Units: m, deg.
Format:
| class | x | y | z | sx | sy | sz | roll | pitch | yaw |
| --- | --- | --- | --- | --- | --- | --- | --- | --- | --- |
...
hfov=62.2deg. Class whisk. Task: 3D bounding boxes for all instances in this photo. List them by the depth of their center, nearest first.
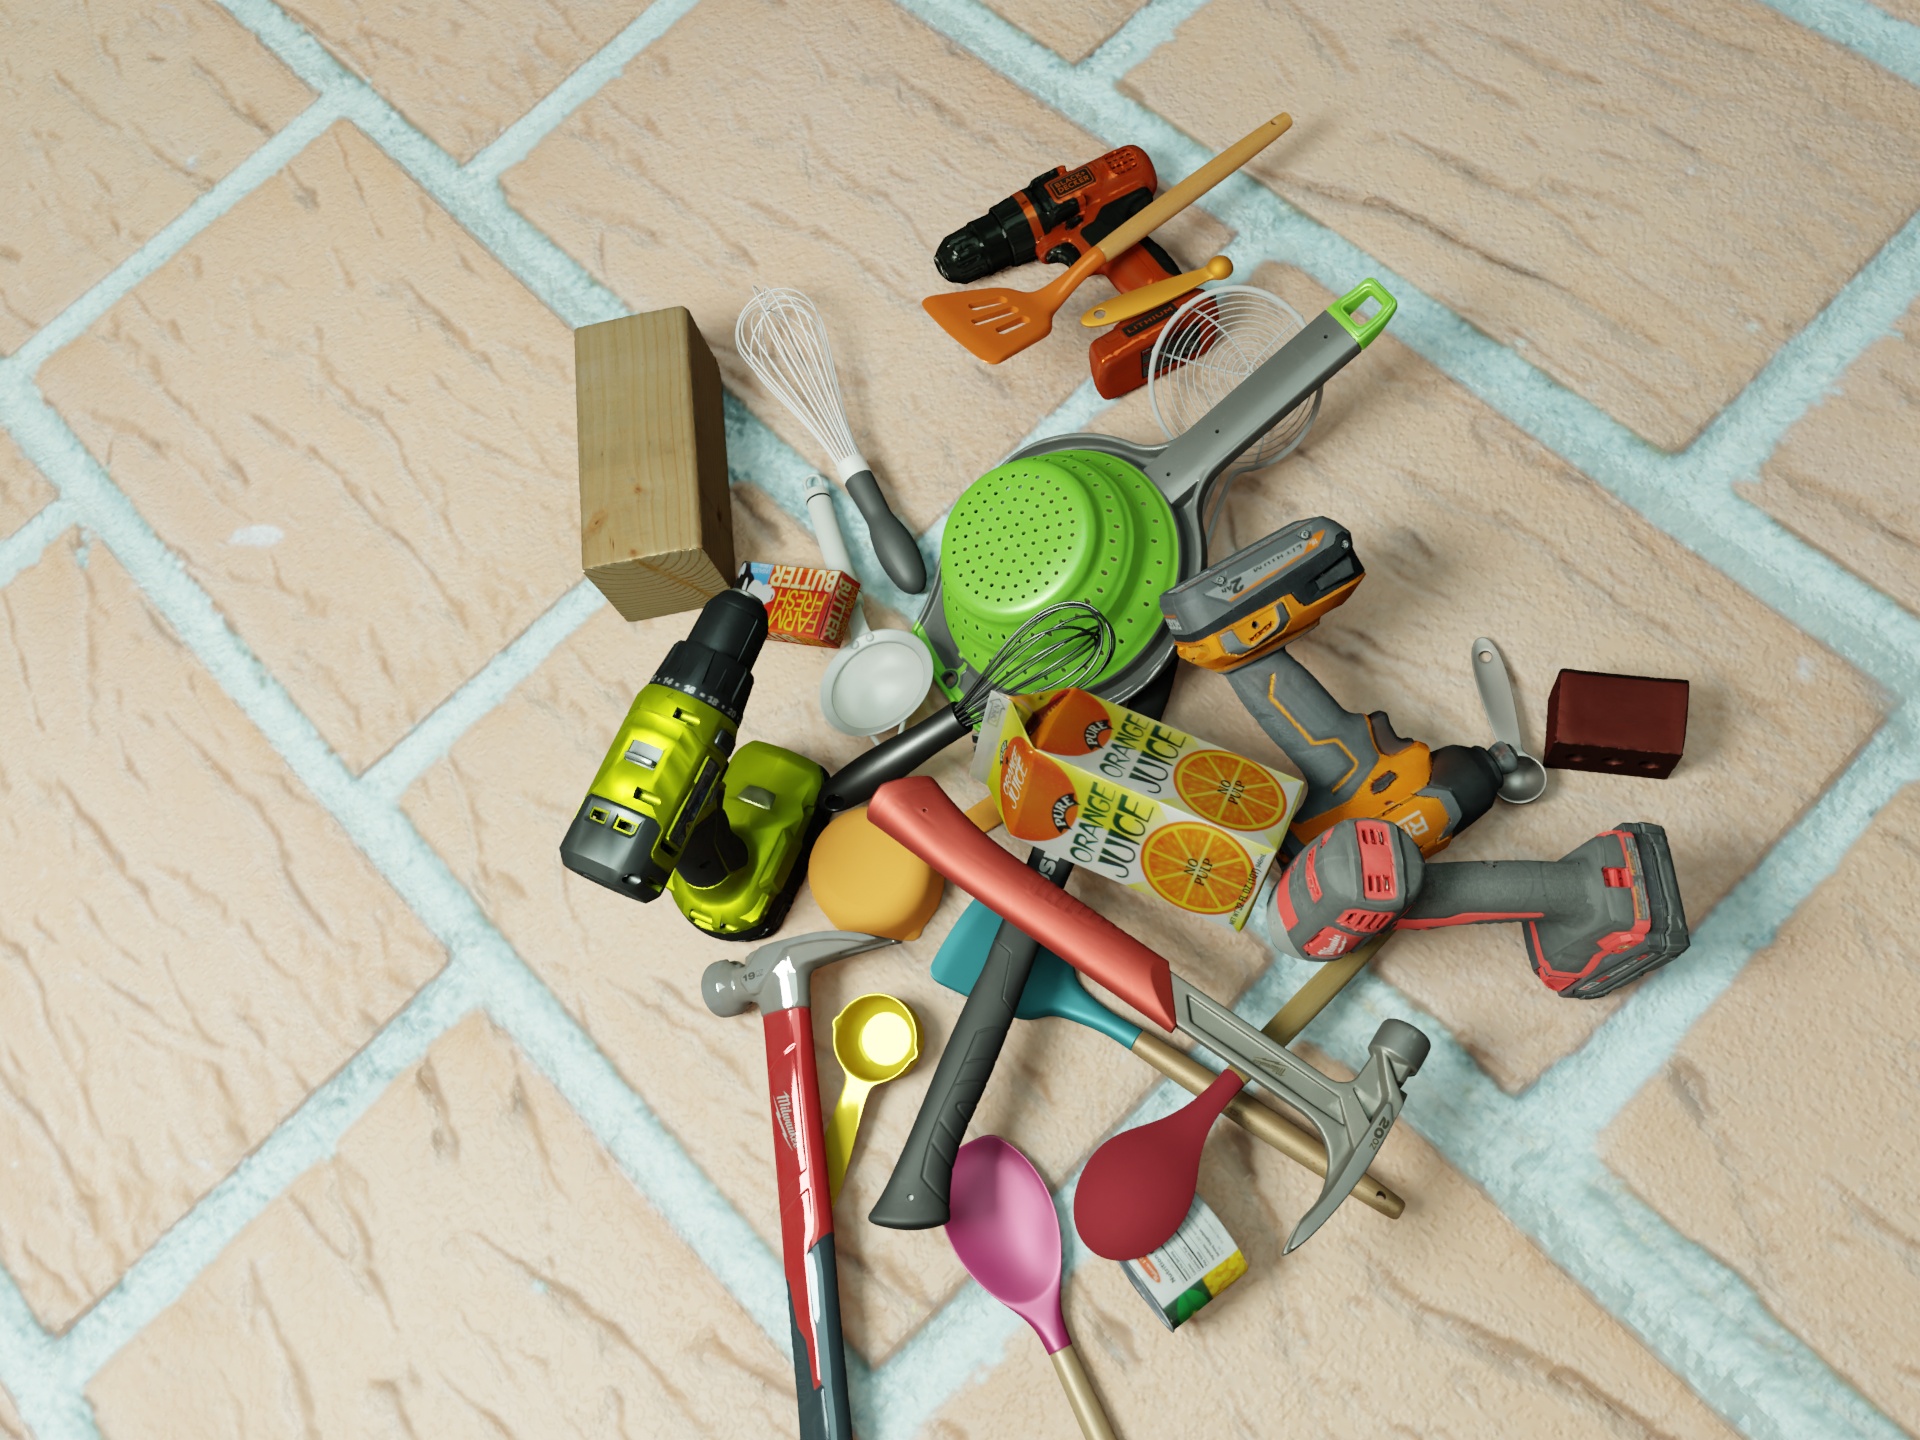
| class | x | y | z | sx | sy | sz | roll | pitch | yaw |
| --- | --- | --- | --- | --- | --- | --- | --- | --- | --- |
| whisk | -0.002 | -0.003 | 1.016 | 0.239 | 0.055 | 0.055 | -33 | 65 | 23 |
| whisk | -0.093 | -0.212 | 1.188 | 0.070 | 0.070 | 0.285 | -27 | 72 | -1 |

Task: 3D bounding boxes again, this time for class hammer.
| class | x | y | z | sx | sy | sz | roll | pitch | yaw |
| --- | --- | --- | --- | --- | --- | --- | --- | --- | --- |
| hammer | 0.088 | 0.150 | 0.943 | 0.359 | 0.036 | 0.149 | 33 | 68 | 16 |
| hammer | -0.079 | 0.323 | 0.966 | 0.143 | 0.038 | 0.387 | -19 | 68 | 28 |
| hammer | 0.022 | 0.155 | 0.988 | 0.146 | 0.035 | 0.335 | 20 | 70 | 13 |

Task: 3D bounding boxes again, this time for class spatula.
| class | x | y | z | sx | sy | sz | roll | pitch | yaw |
| --- | --- | --- | --- | --- | --- | --- | --- | --- | --- |
| spatula | 0.130 | 0.211 | 0.983 | 0.318 | 0.044 | 0.082 | 30 | 72 | 22 |
| spatula | 0.119 | -0.356 | 1.149 | 0.322 | 0.041 | 0.081 | -38 | 65 | -11 |

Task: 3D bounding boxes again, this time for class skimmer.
| class | x | y | z | sx | sy | sz | roll | pitch | yaw |
| --- | --- | --- | --- | --- | --- | --- | --- | --- | --- |
| skimmer | 0.151 | -0.121 | 1.085 | 0.127 | 0.090 | 0.363 | 12 | 72 | 24 |

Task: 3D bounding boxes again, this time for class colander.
| class | x | y | z | sx | sy | sz | roll | pitch | yaw |
| --- | --- | --- | --- | --- | --- | --- | --- | --- | --- |
| colander | 0.114 | -0.160 | 1.043 | 0.397 | 0.094 | 0.205 | -41 | 62 | 12 |

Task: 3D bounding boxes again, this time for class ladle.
| class | x | y | z | sx | sy | sz | roll | pitch | yaw |
| --- | --- | --- | --- | --- | --- | --- | --- | --- | --- |
| ladle | 0.184 | 0.199 | 0.959 | 0.315 | 0.031 | 0.069 | -40 | 49 | -21 |

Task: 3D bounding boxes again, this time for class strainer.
| class | x | y | z | sx | sy | sz | roll | pitch | yaw |
| --- | --- | --- | --- | --- | --- | --- | --- | --- | --- |
| strainer | -0.075 | -0.078 | 1.139 | 0.087 | 0.050 | 0.259 | -24 | 61 | 10 |

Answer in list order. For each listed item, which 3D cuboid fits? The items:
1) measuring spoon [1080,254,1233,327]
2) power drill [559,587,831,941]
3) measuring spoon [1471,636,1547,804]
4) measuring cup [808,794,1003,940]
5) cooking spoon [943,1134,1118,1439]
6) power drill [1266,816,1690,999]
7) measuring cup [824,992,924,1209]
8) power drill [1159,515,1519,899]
| class | x | y | z | sx | sy | sz | roll | pitch | yaw |
| --- | --- | --- | --- | --- | --- | --- | --- | --- | --- |
| measuring spoon | 0.140 | -0.308 | 1.139 | 0.117 | 0.011 | 0.021 | -21 | 65 | 1 |
| power drill | -0.152 | 0.038 | 1.004 | 0.080 | 0.228 | 0.191 | 20 | 74 | 17 |
| measuring spoon | 0.356 | 0.001 | 1.046 | 0.034 | 0.018 | 0.124 | -12 | 61 | 13 |
| measuring cup | -0.022 | 0.078 | 1.060 | 0.173 | 0.052 | 0.095 | -32 | 67 | -1 |
| cooking spoon | 0.070 | 0.397 | 0.940 | 0.069 | 0.017 | 0.319 | -27 | 66 | 0 |
| power drill | 0.291 | 0.110 | 0.930 | 0.219 | 0.143 | 0.079 | 4 | 64 | -9 |
| measuring cup | -0.067 | 0.252 | 1.023 | 0.062 | 0.029 | 0.156 | 17 | 85 | 21 |
| power drill | 0.241 | -0.011 | 0.999 | 0.164 | 0.084 | 0.226 | -28 | 95 | -2 |
